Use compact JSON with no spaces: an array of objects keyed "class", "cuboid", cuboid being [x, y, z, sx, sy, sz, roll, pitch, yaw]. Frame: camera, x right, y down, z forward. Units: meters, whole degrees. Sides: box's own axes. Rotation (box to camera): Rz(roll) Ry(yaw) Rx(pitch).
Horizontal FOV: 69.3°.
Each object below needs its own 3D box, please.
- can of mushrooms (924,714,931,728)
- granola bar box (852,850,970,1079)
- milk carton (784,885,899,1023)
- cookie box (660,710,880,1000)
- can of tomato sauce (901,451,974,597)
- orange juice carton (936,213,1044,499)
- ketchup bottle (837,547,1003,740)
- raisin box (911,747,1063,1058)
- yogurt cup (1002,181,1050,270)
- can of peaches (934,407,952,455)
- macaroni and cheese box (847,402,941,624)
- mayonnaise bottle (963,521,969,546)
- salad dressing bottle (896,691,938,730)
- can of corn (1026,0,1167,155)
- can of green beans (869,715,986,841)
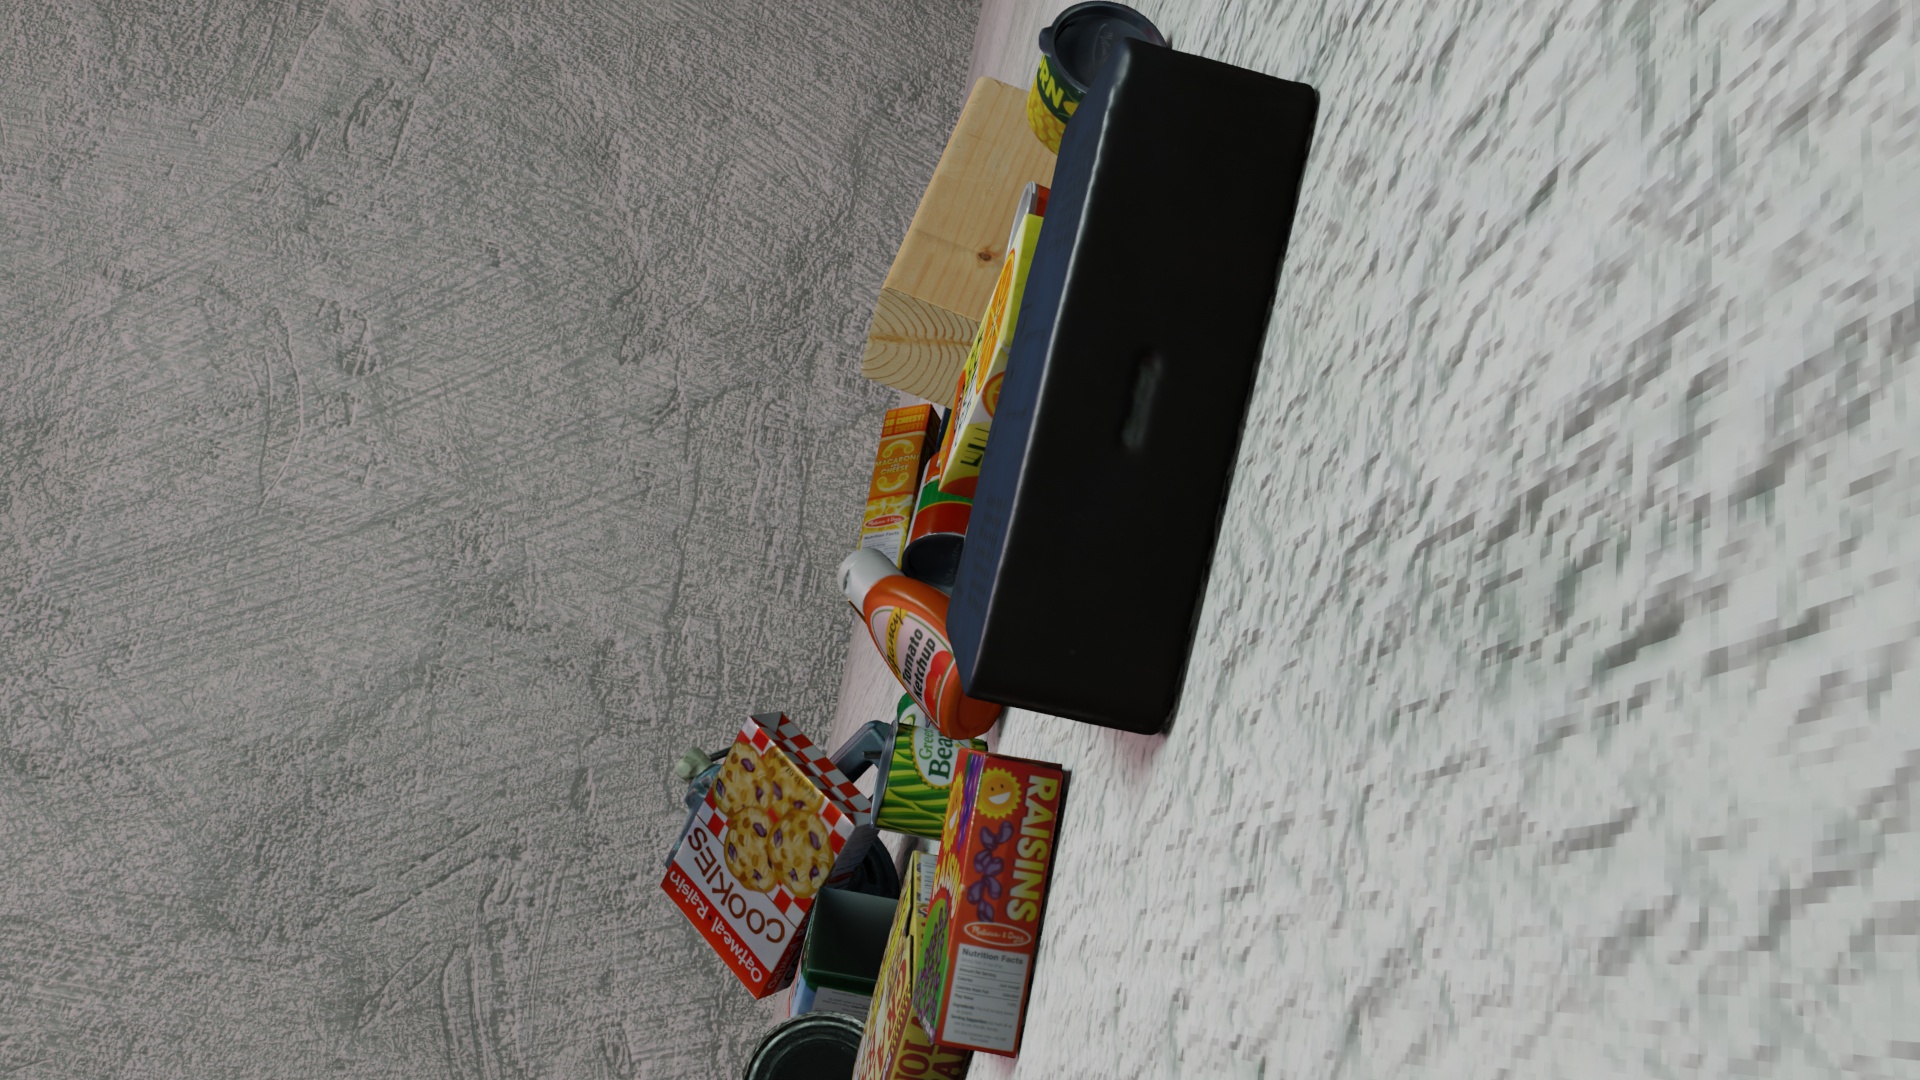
[{"class":"can of mushrooms","cuboid":[-0.001,0.091,0.898,0.071,0.033,0.071,-164,87,-83]},{"class":"granola bar box","cuboid":[-0.028,0.272,0.748,0.125,0.039,0.164,-93,17,-68]},{"class":"milk carton","cuboid":[-0.085,0.336,0.977,0.073,0.073,0.189,-87,11,-55]},{"class":"cookie box","cuboid":[-0.139,0.228,1.010,0.040,0.123,0.166,0,-56,-54]},{"class":"can of tomato sauce","cuboid":[0.003,-0.011,0.909,0.070,0.071,0.083,109,175,-47]},{"class":"orange juice carton","cuboid":[0.038,-0.069,0.688,0.191,0.072,0.073,116,166,-64]},{"class":"ketchup bottle","cuboid":[-0.026,0.055,0.838,0.149,0.043,0.064,43,127,47]},{"class":"raisin box","cuboid":[0.012,0.158,0.626,0.086,0.040,0.123,133,147,-80]},{"class":"yogurt cup","cuboid":[0.057,-0.168,0.803,0.072,0.054,0.072,-164,86,-84]},{"class":"can of peaches","cuboid":[0.016,-0.070,0.957,0.071,0.058,0.071,-165,87,-83]},{"class":"macaroni and cheese box","cuboid":[-0.026,0.004,0.995,0.123,0.040,0.167,57,-148,-47]},{"class":"mayonnaise bottle","cuboid":[0.028,0.014,0.766,0.148,0.041,0.064,-111,32,-77]},{"class":"salad dressing bottle","cuboid":[-0.024,0.140,0.962,0.148,0.044,0.064,-111,32,-79]},{"class":"can of corn","cuboid":[0.071,-0.249,0.758,0.058,0.071,0.071,115,166,-66]},{"class":"can of green beans","cuboid":[-0.020,0.147,0.840,0.071,0.058,0.071,-164,86,-84]}]
